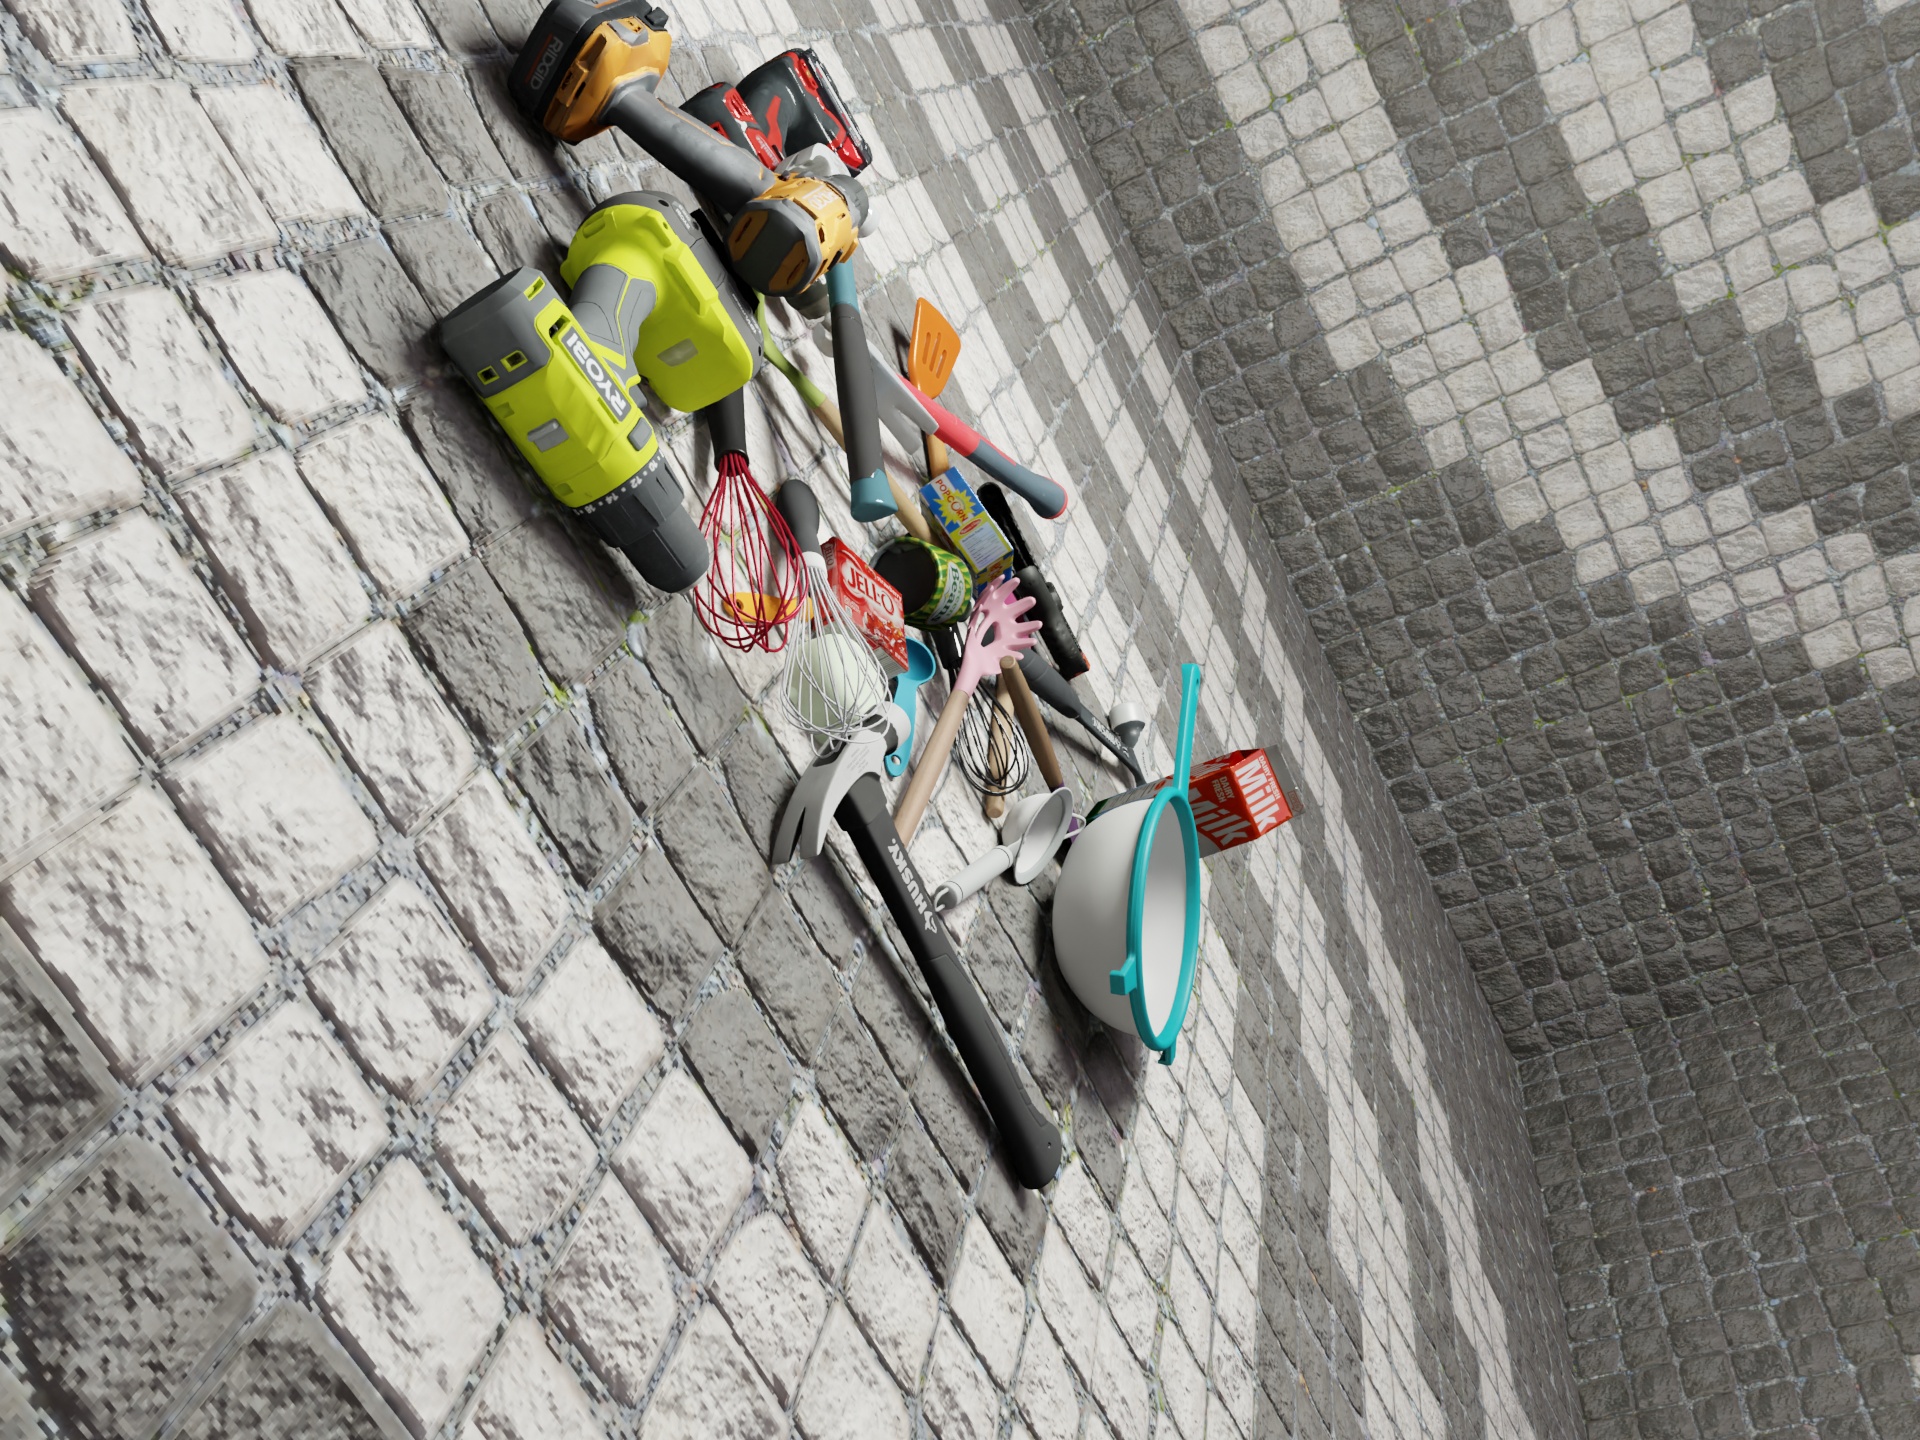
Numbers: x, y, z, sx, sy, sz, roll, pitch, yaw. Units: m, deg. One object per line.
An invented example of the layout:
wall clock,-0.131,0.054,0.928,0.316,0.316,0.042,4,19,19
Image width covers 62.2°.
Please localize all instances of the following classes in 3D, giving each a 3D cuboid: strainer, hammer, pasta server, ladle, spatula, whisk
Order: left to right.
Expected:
whisk,-0.145,-0.152,1.022,0.073,0.073,0.296,45,23,-45
whisk,-0.096,-0.079,1.034,0.070,0.070,0.285,50,15,-39
hammer,-0.082,-0.288,1.174,0.128,0.033,0.331,37,39,-57
ladle,-0.082,-0.229,1.212,0.319,0.062,0.078,50,18,-30
hammer,-0.014,0.164,1.022,0.334,0.035,0.146,65,34,-17
spatula,-0.013,-0.243,1.454,0.081,0.041,0.323,37,38,-52
pasta server,-0.002,-0.004,1.176,0.060,0.040,0.316,50,36,-21
whisk,-0.001,-0.049,1.279,0.055,0.055,0.239,18,49,-64
hammer,0.014,-0.233,1.389,0.143,0.038,0.386,53,15,25
strainer,0.032,0.101,1.214,0.258,0.050,0.087,-25,136,-64
spatula,0.072,0.038,1.307,0.315,0.018,0.060,65,14,-55
hammer,0.108,-0.005,1.487,0.408,0.036,0.149,37,38,-59
strainer,0.139,0.102,1.321,0.210,0.095,0.341,57,38,-55

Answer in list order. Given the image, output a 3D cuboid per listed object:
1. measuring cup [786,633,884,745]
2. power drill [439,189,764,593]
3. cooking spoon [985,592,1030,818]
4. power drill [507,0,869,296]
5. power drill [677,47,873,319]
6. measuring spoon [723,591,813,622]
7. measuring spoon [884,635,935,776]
measuring cup,-0.066,0.020,1.056,0.083,0.038,0.168,8,60,-66
power drill,-0.189,-0.196,0.926,0.190,0.080,0.229,56,26,-27
cooking spoon,0.038,-0.022,1.385,0.068,0.017,0.319,59,22,-30
power drill,-0.162,-0.381,1.056,0.226,0.084,0.185,38,30,-7
power drill,-0.140,-0.441,1.298,0.187,0.080,0.227,58,26,-24
measuring spoon,-0.124,-0.076,1.051,0.117,0.011,0.021,-7,76,-69
measuring spoon,-0.046,-0.007,1.171,0.042,0.021,0.129,22,50,-19
